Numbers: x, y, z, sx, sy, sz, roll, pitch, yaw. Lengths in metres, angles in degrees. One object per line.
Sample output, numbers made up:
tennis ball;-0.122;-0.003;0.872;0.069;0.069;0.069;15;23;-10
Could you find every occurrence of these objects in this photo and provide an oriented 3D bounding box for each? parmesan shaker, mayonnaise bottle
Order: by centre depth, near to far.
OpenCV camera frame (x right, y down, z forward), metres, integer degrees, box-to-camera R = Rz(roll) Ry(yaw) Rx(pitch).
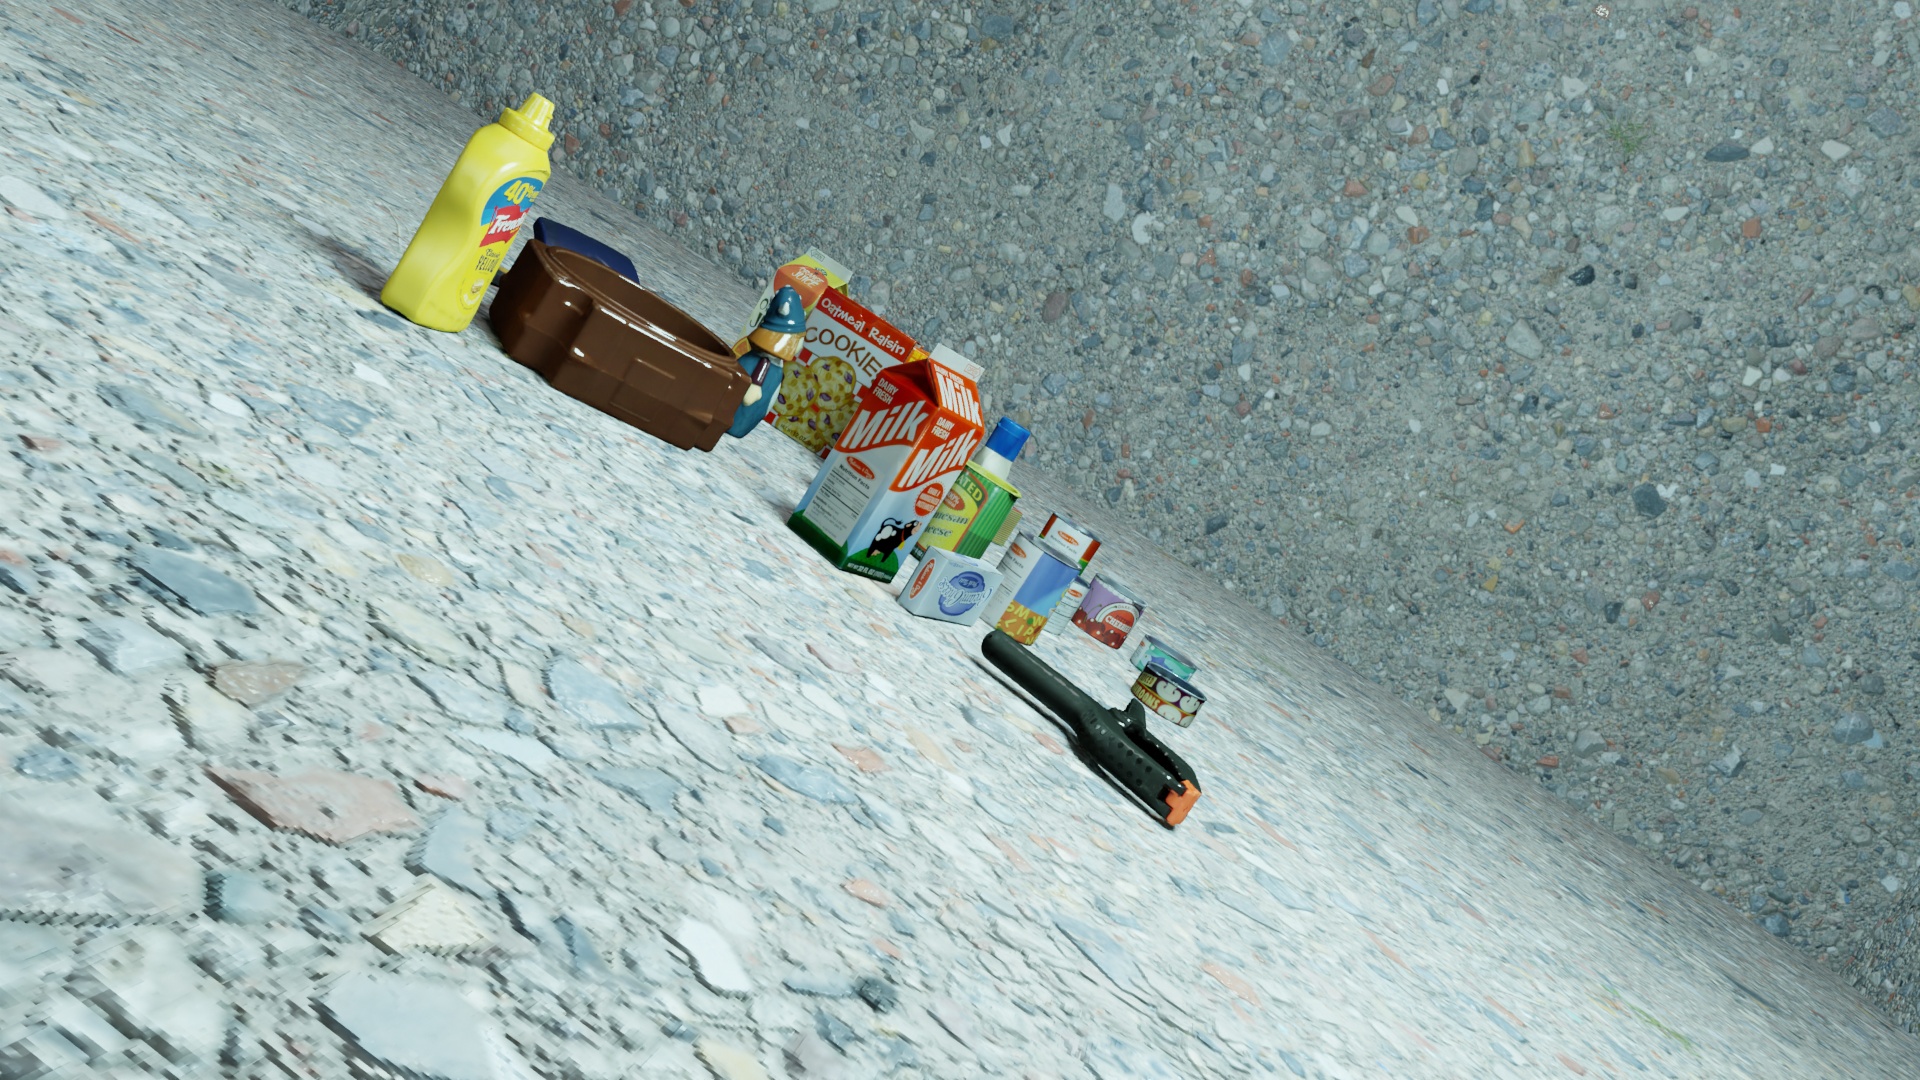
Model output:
parmesan shaker;0.005;-0.017;1.324;0.071;0.103;0.071;31;8;-5
mayonnaise bottle;0.023;-0.063;1.514;0.041;0.148;0.065;30;8;-16

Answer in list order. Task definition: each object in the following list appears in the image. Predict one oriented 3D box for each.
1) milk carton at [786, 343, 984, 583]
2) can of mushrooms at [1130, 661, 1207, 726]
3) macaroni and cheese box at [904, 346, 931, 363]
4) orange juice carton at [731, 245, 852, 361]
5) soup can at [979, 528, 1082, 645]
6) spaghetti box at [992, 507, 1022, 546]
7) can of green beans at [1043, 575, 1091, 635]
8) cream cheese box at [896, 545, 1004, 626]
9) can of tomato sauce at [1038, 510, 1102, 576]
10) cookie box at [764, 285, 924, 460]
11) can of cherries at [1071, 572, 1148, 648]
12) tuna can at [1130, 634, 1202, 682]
milk carton;-0.049;-0.067;1.117;0.073;0.190;0.072;37;9;33
can of mushrooms;0.195;0.144;1.313;0.071;0.033;0.071;31;8;-5
macaroni and cheese box;-0.059;-0.115;1.449;0.040;0.166;0.124;33;8;11
orange juice carton;-0.202;-0.252;1.653;0.072;0.192;0.073;35;8;24
soup can;0.061;0.043;1.243;0.071;0.083;0.071;31;8;-5
spaghetti box;-0.021;-0.052;1.631;0.250;0.050;0.029;23;11;-46
can of green beans;0.087;0.053;1.375;0.071;0.057;0.071;31;8;-5
cream cheese box;-0.007;0.038;1.128;0.024;0.053;0.104;36;9;28
can of tomato sauce;0.113;0.019;1.585;0.071;0.083;0.071;31;8;-5
cookie box;-0.137;-0.181;1.555;0.123;0.167;0.040;33;8;10
can of cherries;0.161;0.077;1.500;0.071;0.058;0.071;31;8;-5
tuna can;0.218;0.132;1.473;0.071;0.032;0.071;31;8;-5
